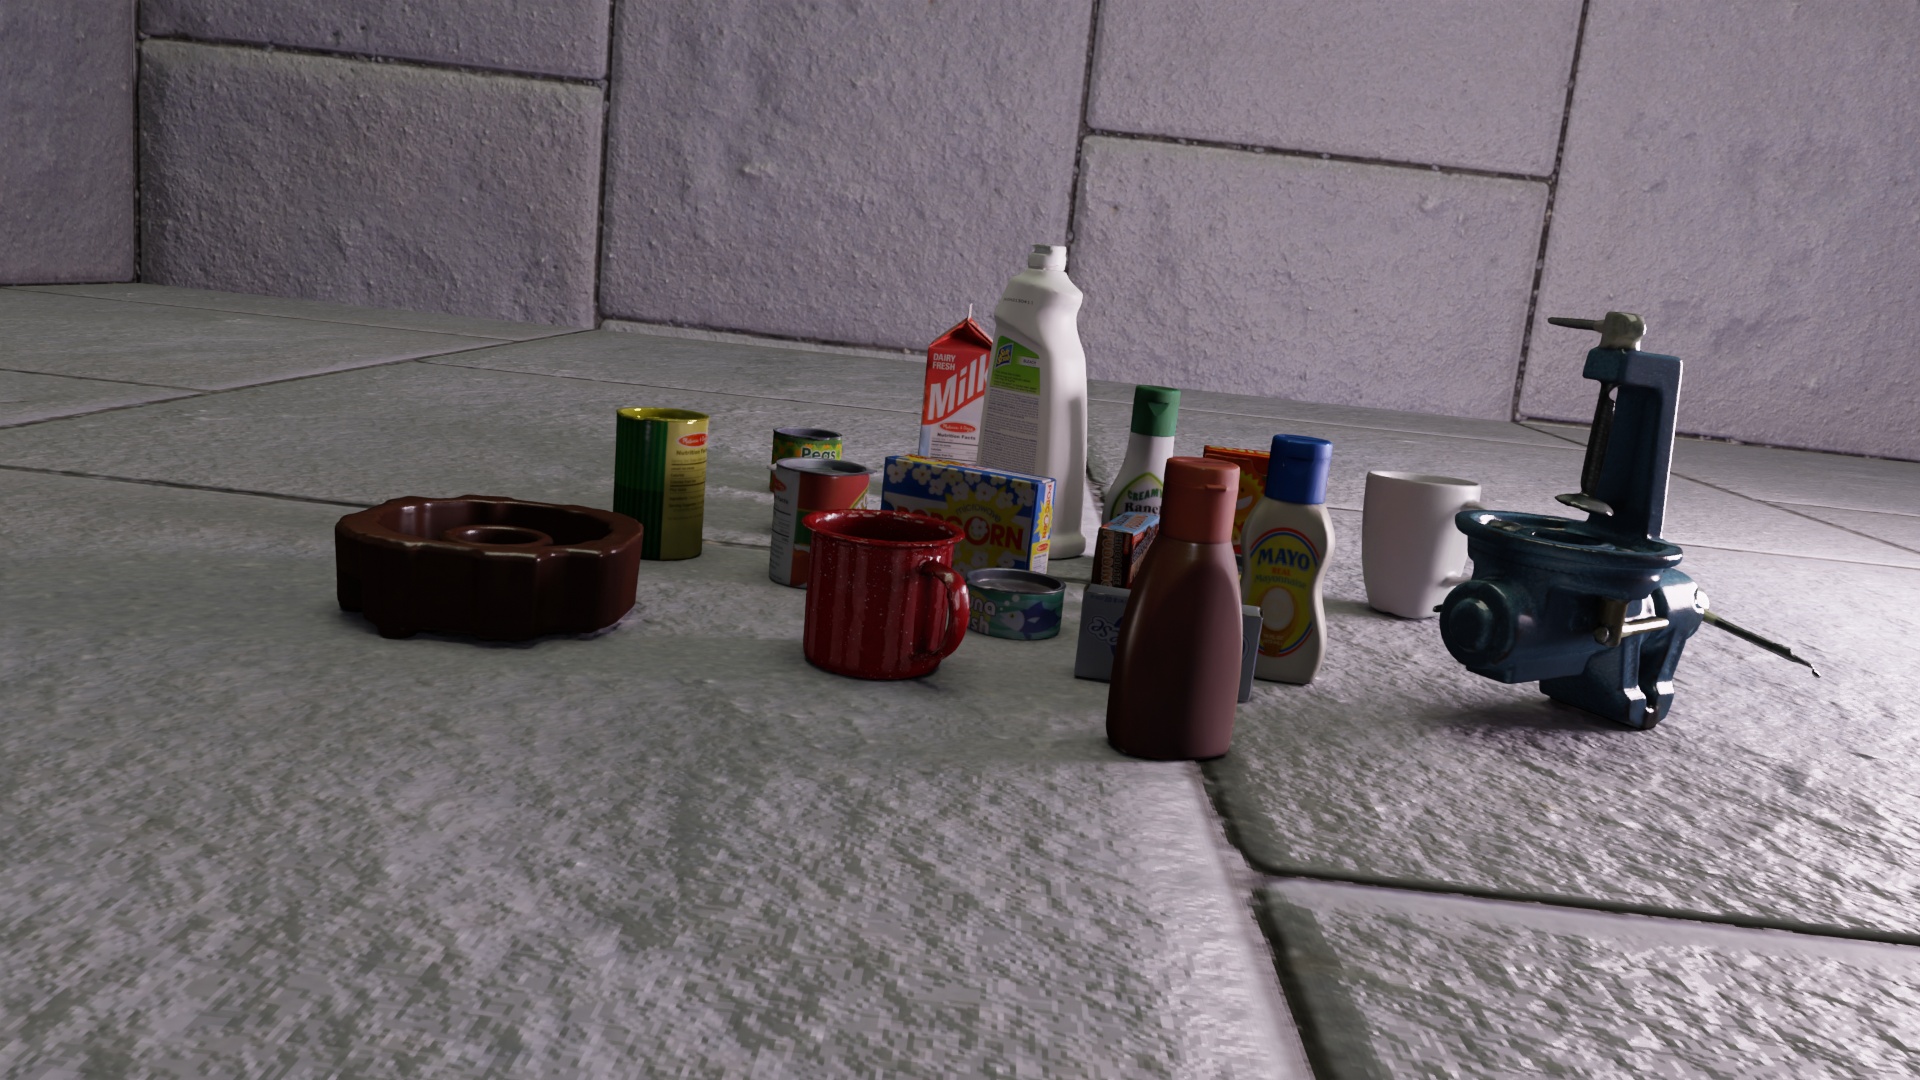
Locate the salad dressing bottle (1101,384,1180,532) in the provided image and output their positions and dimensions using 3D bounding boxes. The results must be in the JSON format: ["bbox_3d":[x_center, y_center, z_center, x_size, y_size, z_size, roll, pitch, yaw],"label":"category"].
[{"bbox_3d":[0.151,-0.051,1.127,0.064,0.147,0.044,6,11,2],"label":"salad dressing bottle"}]

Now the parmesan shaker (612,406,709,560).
[{"bbox_3d":[-0.222,-0.042,1.012,0.071,0.102,0.071,6,11,-1],"label":"parmesan shaker"}]

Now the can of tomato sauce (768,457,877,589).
[{"bbox_3d":[-0.098,-0.012,0.978,0.071,0.083,0.071,6,11,-1],"label":"can of tomato sauce"}]

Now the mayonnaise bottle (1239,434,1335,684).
[{"bbox_3d":[0.198,0.011,0.849,0.065,0.147,0.041,9,11,15],"label":"mayonnaise bottle"}]

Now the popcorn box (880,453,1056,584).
[{"bbox_3d":[0.004,-0.013,1.025,0.127,0.085,0.038,11,12,25],"label":"popcorn box"}]

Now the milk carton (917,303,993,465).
[{"bbox_3d":[0.000,-0.134,1.351,0.073,0.190,0.072,6,11,0],"label":"milk carton"}]

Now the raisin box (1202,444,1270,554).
[{"bbox_3d":[0.204,-0.001,0.968,0.086,0.123,0.040,7,11,7],"label":"raisin box"}]

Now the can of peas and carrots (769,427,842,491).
[{"bbox_3d":[-0.146,-0.074,1.316,0.071,0.058,0.071,6,11,-1],"label":"can of peas and carrots"}]

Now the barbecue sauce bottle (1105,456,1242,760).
[{"bbox_3d":[0.112,0.034,0.694,0.065,0.148,0.044,3,11,-15],"label":"barbecue sauce bottle"}]

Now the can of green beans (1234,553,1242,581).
[{"bbox_3d":[0.165,0.040,0.912,0.071,0.057,0.071,6,11,-1],"label":"can of green beans"}]

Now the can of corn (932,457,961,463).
[{"bbox_3d":[-0.028,-0.038,1.201,0.071,0.058,0.071,6,11,-1],"label":"can of corn"}]

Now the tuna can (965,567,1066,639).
[{"bbox_3d":[0.033,0.041,0.907,0.071,0.032,0.071,6,11,-1],"label":"tuna can"}]

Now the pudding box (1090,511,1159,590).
[{"bbox_3d":[0.127,0.008,1.072,0.030,0.049,0.084,10,12,20],"label":"pudding box"}]

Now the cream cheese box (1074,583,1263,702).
[{"bbox_3d":[0.121,0.059,0.809,0.104,0.053,0.024,8,11,9],"label":"cream cheese box"}]

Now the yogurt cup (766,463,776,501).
[{"bbox_3d":[-0.122,-0.033,1.138,0.072,0.053,0.072,6,11,-1],"label":"yogurt cup"}]
